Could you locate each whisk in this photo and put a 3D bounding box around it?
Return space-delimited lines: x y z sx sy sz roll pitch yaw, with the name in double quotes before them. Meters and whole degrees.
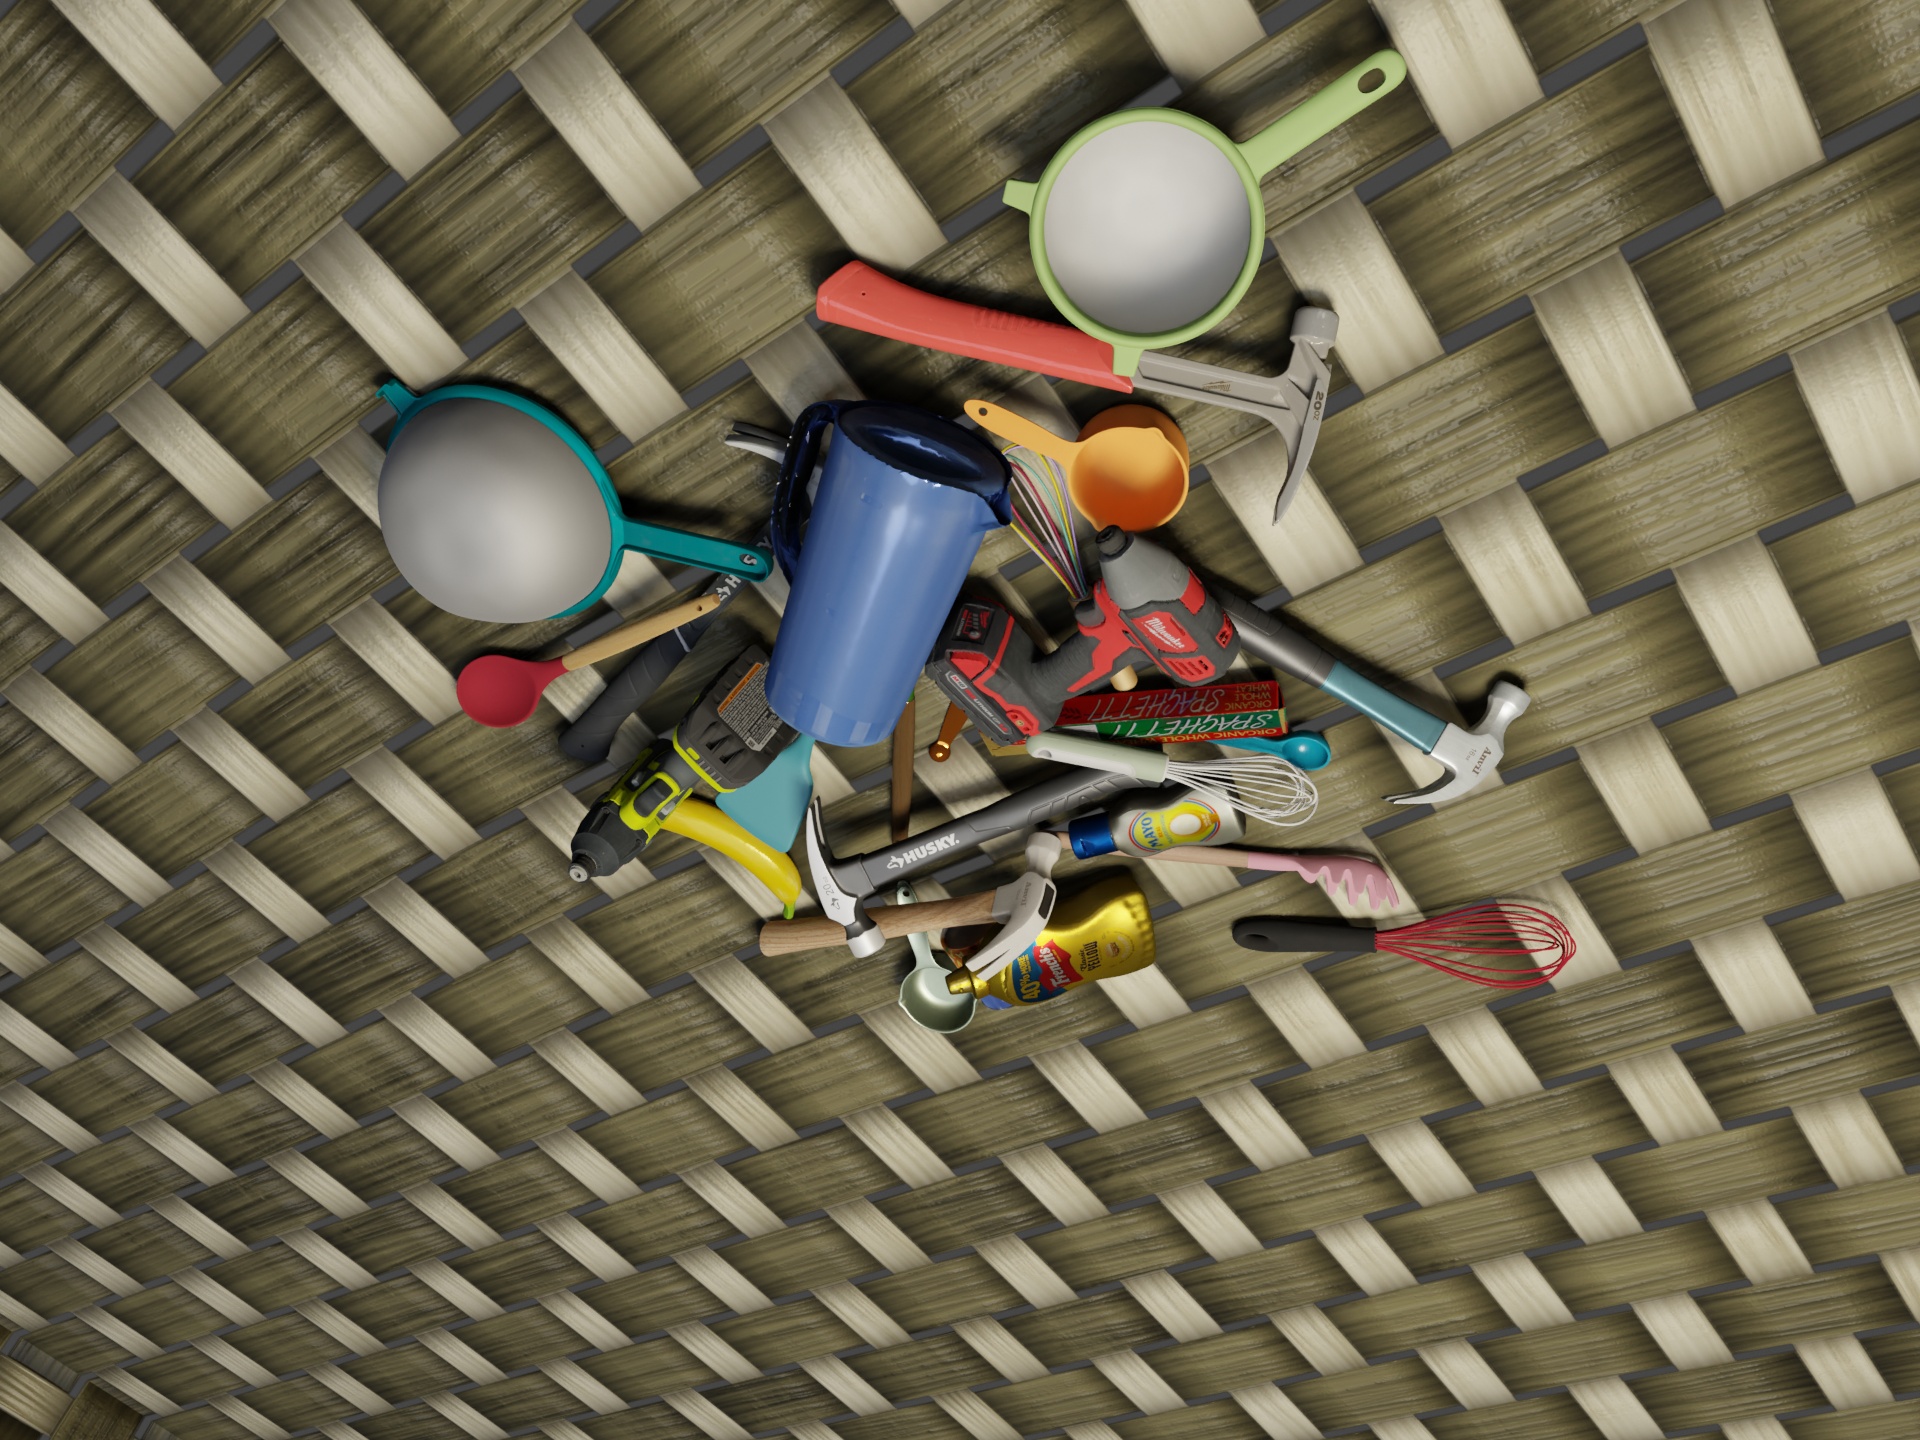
"whisk" 0.174 0.041 1.300 0.246 0.059 0.057 11 151 -3
"whisk" 0.082 -0.113 1.241 0.051 0.047 0.244 -4 132 34
"whisk" 0.389 0.197 1.414 0.296 0.073 0.073 0 128 20

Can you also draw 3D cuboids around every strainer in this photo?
"strainer" -0.320 -0.137 1.245 0.340 0.095 0.210 13 127 12
"strainer" 0.166 -0.350 1.024 0.256 0.069 0.151 -30 108 21

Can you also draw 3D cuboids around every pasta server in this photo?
"pasta server" 0.225 0.127 1.402 0.316 0.040 0.060 6 165 10

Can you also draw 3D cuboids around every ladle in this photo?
"ladle" -0.317 -0.057 1.348 0.315 0.031 0.069 -18 112 35

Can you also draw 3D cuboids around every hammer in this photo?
"hammer" 0.022 0.084 1.377 0.335 0.035 0.146 -23 101 14
"hammer" 0.274 -0.045 1.236 0.331 0.033 0.128 30 91 -5
"hammer" 0.073 -0.247 1.106 0.359 0.036 0.149 14 91 7
"hammer" -0.227 -0.085 1.332 0.149 0.036 0.409 38 126 -16
"hammer" -0.058 0.186 1.464 0.331 0.130 0.031 -13 136 35

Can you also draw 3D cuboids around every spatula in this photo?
"spatula" -0.120 -0.003 1.354 0.082 0.044 0.317 37 135 1

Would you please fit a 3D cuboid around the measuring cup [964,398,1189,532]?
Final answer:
"measuring cup" 0.086 -0.205 1.162 0.173 0.052 0.095 24 129 -5

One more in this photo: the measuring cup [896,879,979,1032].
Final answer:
"measuring cup" -0.029 0.222 1.540 0.083 0.038 0.167 -9 109 21

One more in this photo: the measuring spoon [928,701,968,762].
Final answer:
"measuring spoon" -0.002 -0.004 1.362 0.021 0.011 0.116 22 129 -6

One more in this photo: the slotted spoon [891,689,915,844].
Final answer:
"slotted spoon" -0.050 -0.002 1.366 0.070 0.031 0.313 12 131 10

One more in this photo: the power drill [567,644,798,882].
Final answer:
"power drill" -0.235 0.044 1.335 0.080 0.171 0.223 46 127 -10

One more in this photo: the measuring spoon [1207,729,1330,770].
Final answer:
"measuring spoon" 0.245 0.012 1.325 0.128 0.021 0.042 13 142 13

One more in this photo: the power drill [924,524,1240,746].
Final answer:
"power drill" 0.086 -0.067 1.206 0.219 0.079 0.143 -19 128 38
